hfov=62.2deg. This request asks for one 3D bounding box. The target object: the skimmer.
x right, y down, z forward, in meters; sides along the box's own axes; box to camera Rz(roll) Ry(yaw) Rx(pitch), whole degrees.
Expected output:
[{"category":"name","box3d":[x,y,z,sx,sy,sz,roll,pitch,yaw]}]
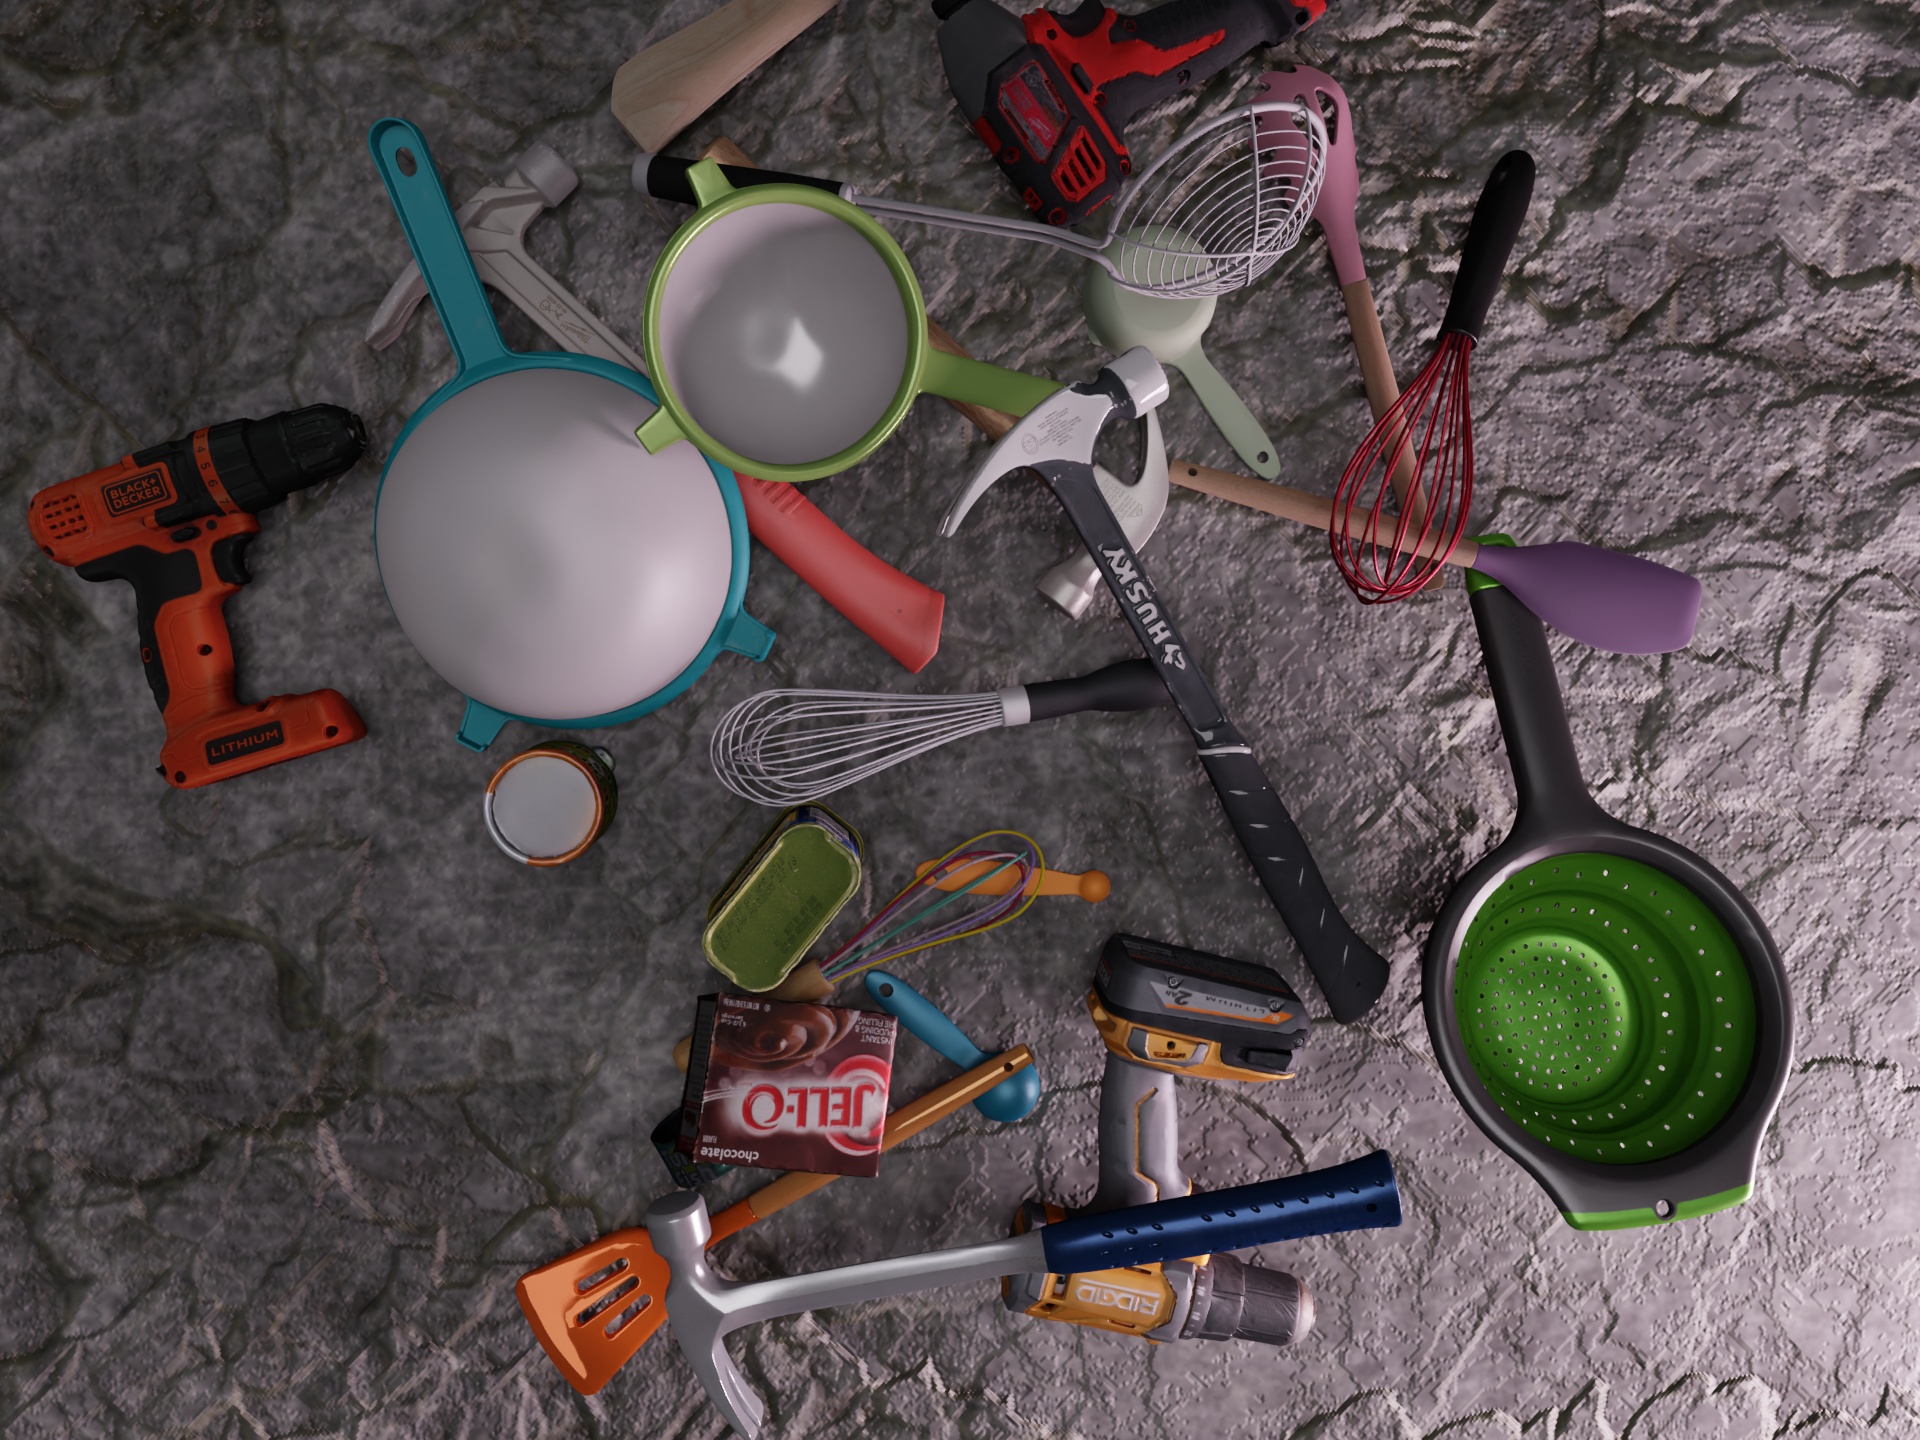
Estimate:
[{"category":"skimmer","box3d":[0.006,-0.291,0.846,0.363,0.127,0.090,12,73,11]}]

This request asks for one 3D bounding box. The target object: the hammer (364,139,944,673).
[{"category":"hammer","box3d":[-0.155,-0.150,0.899,0.359,0.037,0.149,43,90,-5]}]

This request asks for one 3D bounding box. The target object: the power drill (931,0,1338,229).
[{"category":"power drill","box3d":[0.096,-0.393,0.881,0.219,0.079,0.143,-38,104,2]}]

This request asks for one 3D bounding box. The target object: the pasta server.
[{"category":"pasta server","box3d":[0.235,-0.228,0.931,0.060,0.040,0.316,-18,98,-3]}]

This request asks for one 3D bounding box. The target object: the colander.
[{"category":"colander","box3d":[0.343,0.088,0.935,0.204,0.094,0.397,-8,76,-4]}]

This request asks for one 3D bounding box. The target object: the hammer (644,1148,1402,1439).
[{"category":"hammer","box3d":[0.037,0.298,0.875,0.405,0.035,0.144,-12,99,5]}]

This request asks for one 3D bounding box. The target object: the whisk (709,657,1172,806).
[{"category":"whisk","box3d":[-0.002,-0.004,0.911,0.284,0.070,0.070,-10,94,-9]}]

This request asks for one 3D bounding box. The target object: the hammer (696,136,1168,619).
[{"category":"hammer","box3d":[-0.017,-0.212,0.908,0.331,0.031,0.130,40,90,-5]}]

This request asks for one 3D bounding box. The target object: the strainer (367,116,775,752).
[{"category":"strainer","box3d":[-0.244,-0.146,0.831,0.211,0.095,0.340,-17,104,8]}]

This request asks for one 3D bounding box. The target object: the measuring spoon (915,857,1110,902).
[{"category":"measuring spoon","box3d":[0.032,0.095,0.939,0.117,0.011,0.021,5,93,-4]}]

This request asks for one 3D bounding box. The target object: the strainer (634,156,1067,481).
[{"category":"strainer","box3d":[-0.049,-0.197,0.868,0.256,0.069,0.151,10,97,-21]}]

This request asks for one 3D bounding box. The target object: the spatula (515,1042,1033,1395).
[{"category":"spatula","box3d":[-0.099,0.274,0.918,0.322,0.041,0.081,-30,93,3]}]

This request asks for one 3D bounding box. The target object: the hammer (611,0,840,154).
[{"category":"hammer","box3d":[-0.020,-0.450,0.879,0.410,0.038,0.146,-40,78,1]}]

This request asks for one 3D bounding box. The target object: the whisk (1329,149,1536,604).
[{"category":"whisk","box3d":[0.275,-0.198,0.900,0.073,0.073,0.296,23,77,-5]}]

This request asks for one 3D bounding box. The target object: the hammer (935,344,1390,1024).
[{"category":"hammer","box3d":[0.136,0.004,0.902,0.149,0.036,0.408,-32,104,-6]}]

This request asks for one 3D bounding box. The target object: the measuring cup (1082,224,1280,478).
[{"category":"measuring cup","box3d":[0.137,-0.210,0.916,0.083,0.038,0.167,-37,93,-2]}]

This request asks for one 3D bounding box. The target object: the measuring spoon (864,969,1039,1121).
[{"category":"measuring spoon","box3d":[-0.006,0.191,0.936,0.128,0.021,0.042,40,90,-6]}]

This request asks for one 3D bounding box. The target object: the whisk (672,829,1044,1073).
[{"category":"whisk","box3d":[-0.058,0.138,0.916,0.245,0.051,0.047,-32,99,3]}]

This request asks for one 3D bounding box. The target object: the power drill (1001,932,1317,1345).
[{"category":"power drill","box3d":[0.137,0.254,0.924,0.185,0.084,0.226,14,97,-5]}]

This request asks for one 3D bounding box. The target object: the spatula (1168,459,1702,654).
[{"category":"spatula","box3d":[0.272,-0.101,0.923,0.316,0.018,0.060,17,82,3]}]
